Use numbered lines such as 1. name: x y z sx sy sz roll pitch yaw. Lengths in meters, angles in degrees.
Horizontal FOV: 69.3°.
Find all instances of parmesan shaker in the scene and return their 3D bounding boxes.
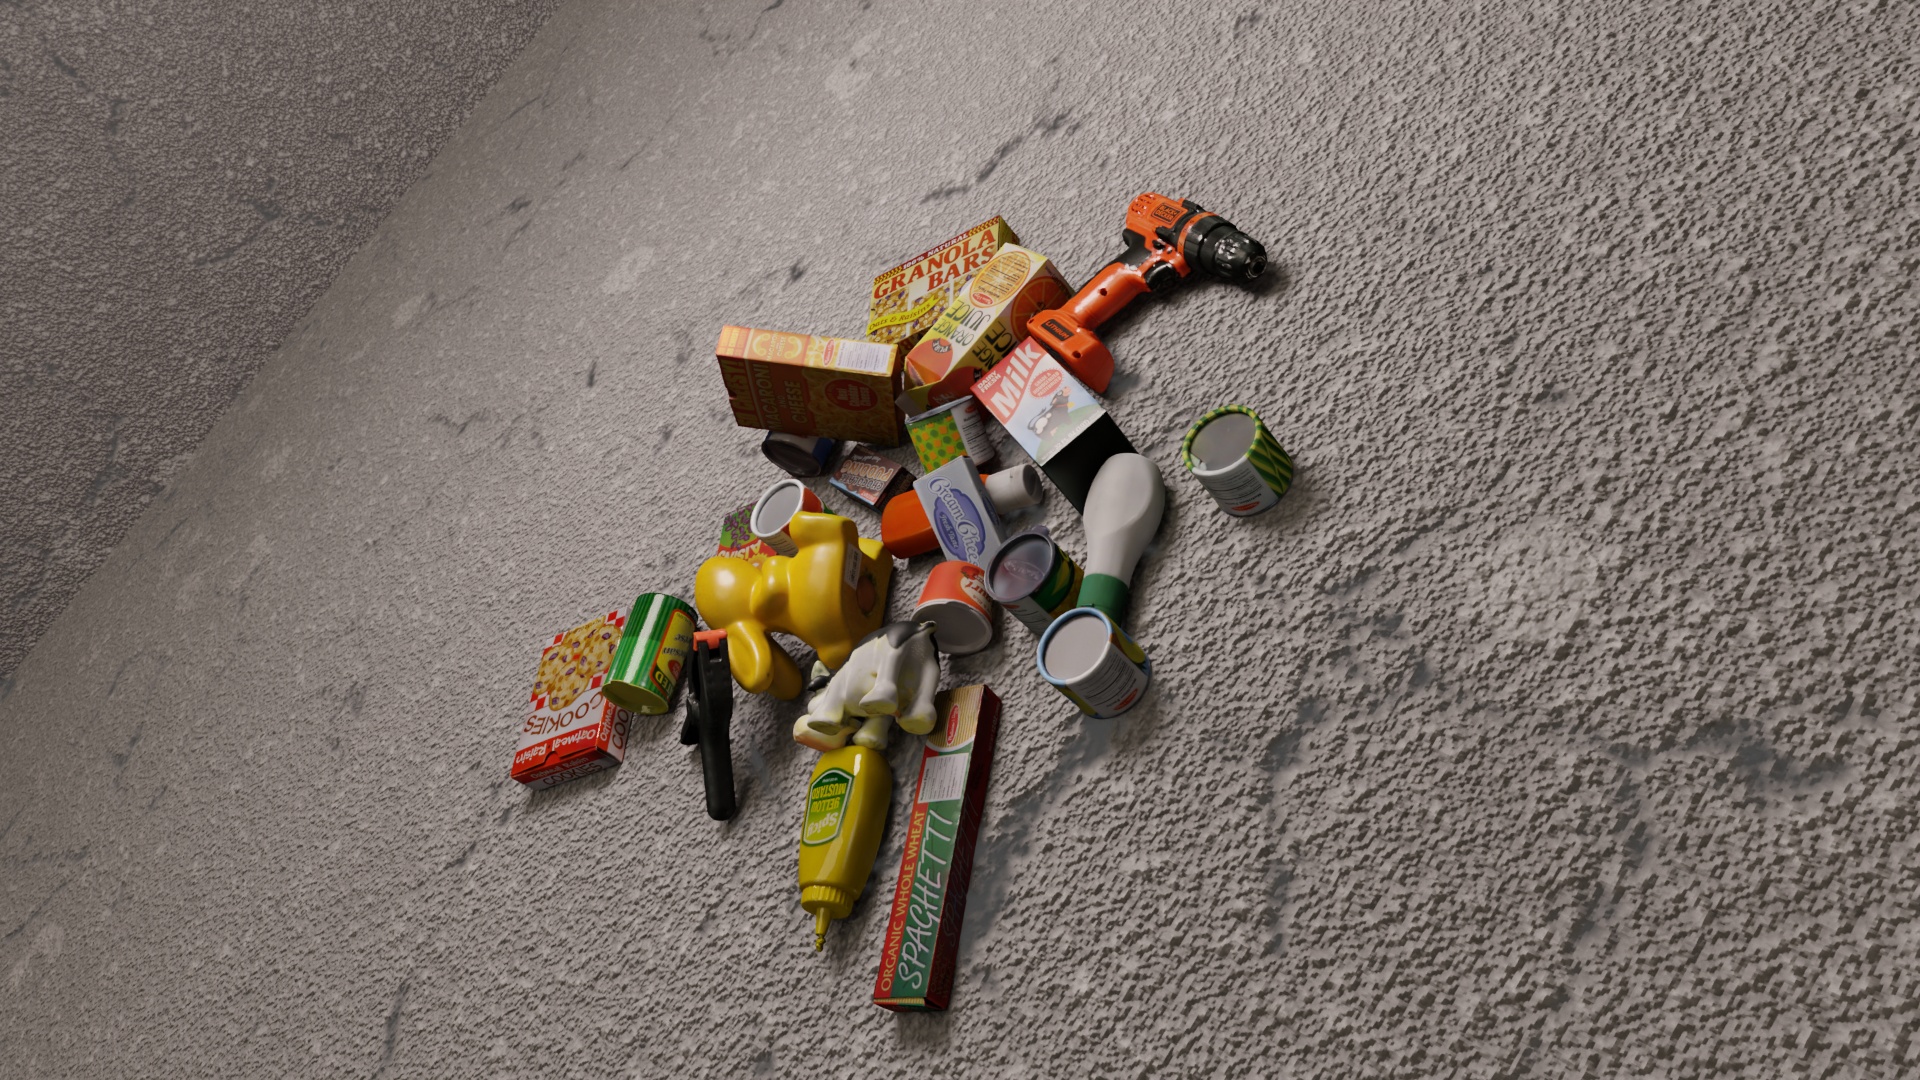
1. parmesan shaker: -0.303 0.109 1.359 0.071 0.071 0.103 -11 51 35

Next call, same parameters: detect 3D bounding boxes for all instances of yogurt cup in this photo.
1. yogurt cup: -0.004 0.054 1.148 0.072 0.072 0.054 -19 39 30

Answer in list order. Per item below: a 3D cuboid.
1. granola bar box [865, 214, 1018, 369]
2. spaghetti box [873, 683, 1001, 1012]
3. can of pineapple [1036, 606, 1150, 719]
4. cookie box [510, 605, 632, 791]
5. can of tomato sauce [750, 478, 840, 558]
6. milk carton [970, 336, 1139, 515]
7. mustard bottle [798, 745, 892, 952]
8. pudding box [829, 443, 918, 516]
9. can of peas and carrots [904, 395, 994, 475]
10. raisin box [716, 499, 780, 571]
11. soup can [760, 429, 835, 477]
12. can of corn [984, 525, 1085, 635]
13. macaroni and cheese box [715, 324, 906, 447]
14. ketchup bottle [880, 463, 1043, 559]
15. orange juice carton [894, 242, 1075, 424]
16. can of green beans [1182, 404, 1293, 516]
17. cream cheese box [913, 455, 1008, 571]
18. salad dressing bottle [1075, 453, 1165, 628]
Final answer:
1. granola bar box: -0.020 -0.252 1.433 0.165 0.039 0.125 -21 46 27
2. spaghetti box: -0.015 0.226 1.040 0.050 0.028 0.251 -13 50 34
3. can of pineapple: 0.097 0.090 1.031 0.071 0.057 0.071 -24 45 26
4. cookie box: -0.386 0.160 1.413 0.122 0.040 0.168 -21 46 28
5. can of tomato sauce: -0.146 -0.011 1.310 0.071 0.083 0.071 -23 45 26
6. milk carton: 0.073 -0.111 1.206 0.072 0.073 0.191 -40 40 4
7. mustard bottle: -0.095 0.240 1.084 0.065 0.048 0.161 -19 47 34
8. pudding box: -0.084 -0.057 1.335 0.050 0.030 0.084 -54 40 -7
9. can of peas and carrots: -0.011 -0.092 1.257 0.071 0.058 0.071 -21 8 3
10. raisin box: -0.199 0.018 1.368 0.086 0.040 0.124 -19 47 28
11. soup can: -0.158 -0.116 1.424 0.071 0.071 0.084 -2 56 41
12. can of corn: 0.064 0.032 1.108 0.071 0.058 0.071 -24 45 26
13. macaroni and cheese box: -0.140 -0.146 1.329 0.166 0.123 0.040 7 62 6
14. ketchup bottle: 0.001 -0.030 1.227 0.148 0.043 0.065 -18 41 30
15. orange juice carton: 0.020 -0.182 1.314 0.193 0.071 0.073 -50 39 -4
16. can of green beans: 0.210 -0.061 1.056 0.071 0.057 0.071 -23 45 26
17. cream cheese box: 0.004 -0.015 1.182 0.053 0.024 0.104 -27 82 22
18. salad dressing bottle: 0.122 0.003 1.094 0.064 0.044 0.148 -5 56 37
